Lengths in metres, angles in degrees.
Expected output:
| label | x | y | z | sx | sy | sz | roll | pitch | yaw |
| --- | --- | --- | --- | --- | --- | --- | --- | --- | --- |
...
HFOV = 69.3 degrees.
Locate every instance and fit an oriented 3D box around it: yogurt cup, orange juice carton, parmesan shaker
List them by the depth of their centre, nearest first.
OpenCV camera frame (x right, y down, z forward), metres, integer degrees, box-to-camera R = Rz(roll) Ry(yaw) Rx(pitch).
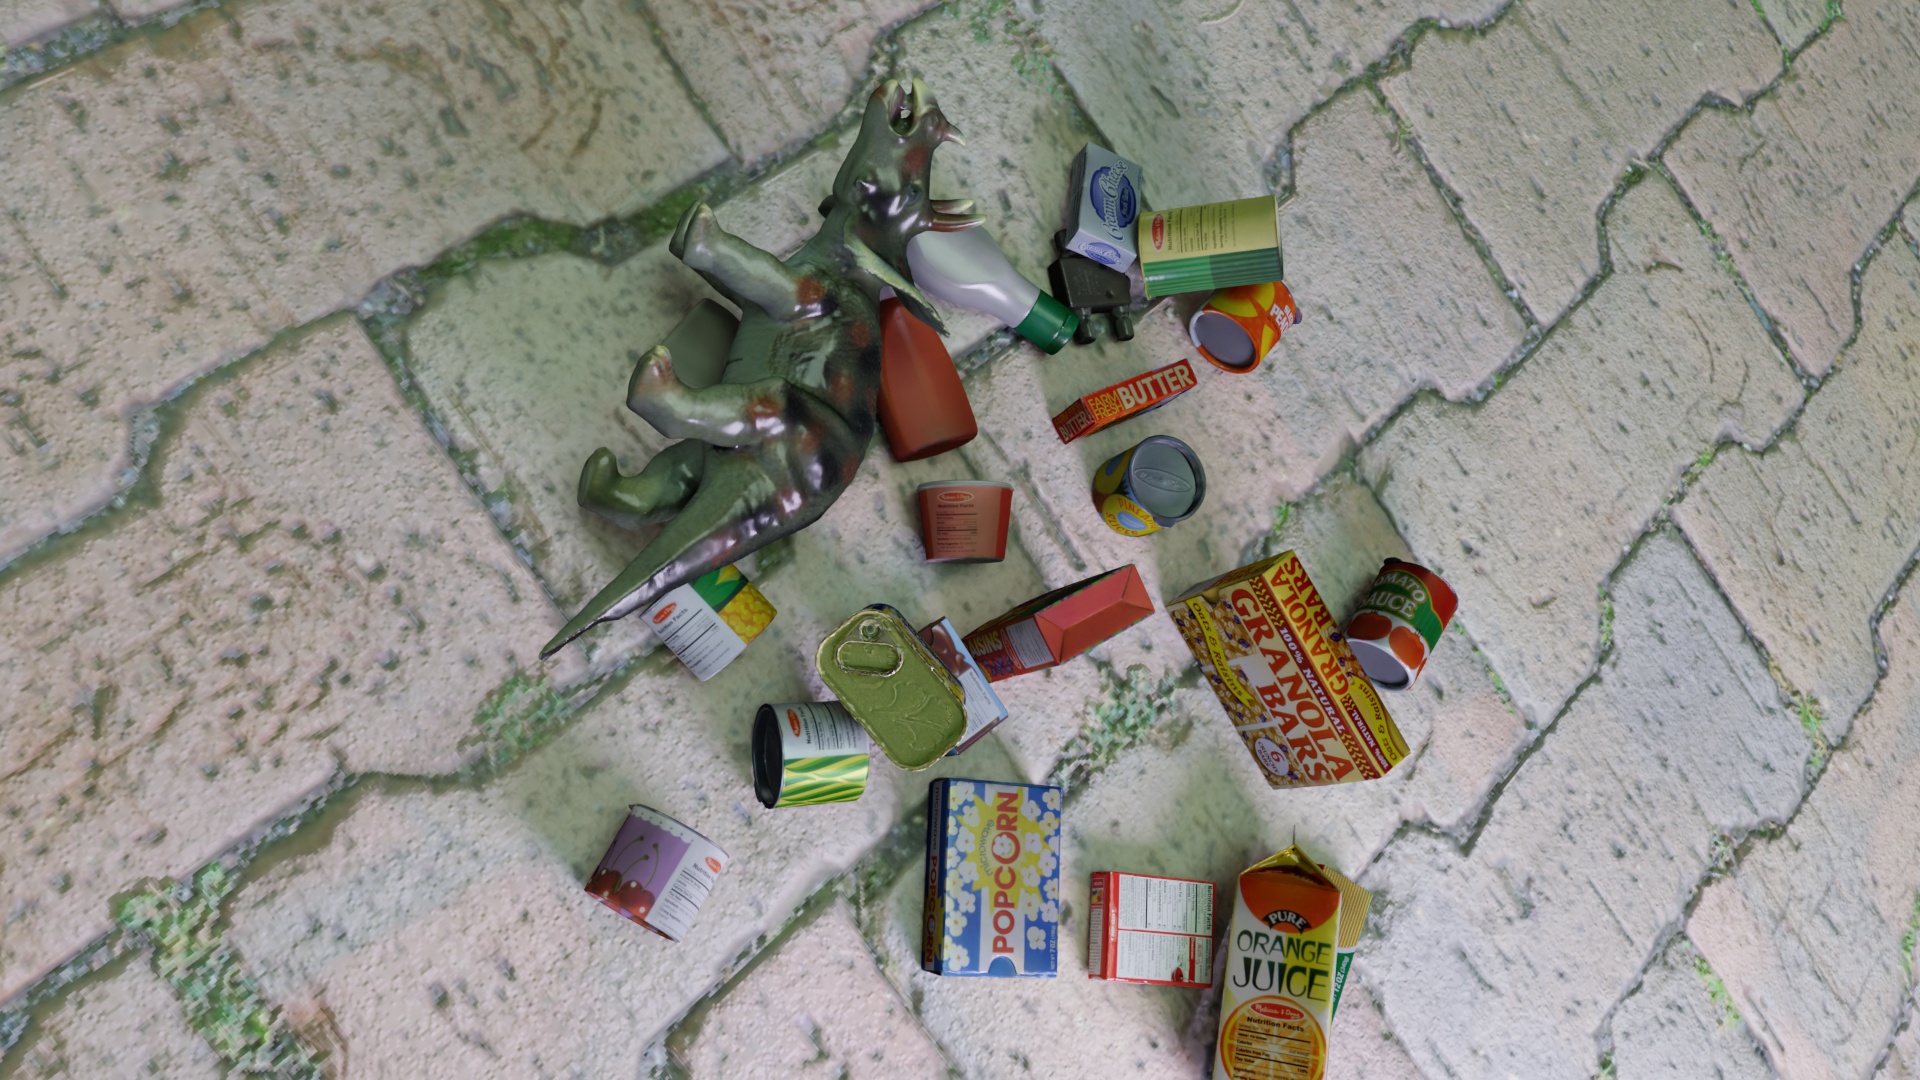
| label | x | y | z | sx | sy | sz | roll | pitch | yaw |
| --- | --- | --- | --- | --- | --- | --- | --- | --- | --- |
| orange juice carton | 0.221 | 0.298 | 0.958 | 0.073 | 0.071 | 0.193 | 5 | 62 | 15 |
| yogurt cup | 0.003 | -0.012 | 0.967 | 0.072 | 0.072 | 0.054 | 2 | 84 | -24 |
| parmesan shaker | 0.193 | -0.223 | 1.067 | 0.103 | 0.071 | 0.071 | -4 | 75 | 17 |

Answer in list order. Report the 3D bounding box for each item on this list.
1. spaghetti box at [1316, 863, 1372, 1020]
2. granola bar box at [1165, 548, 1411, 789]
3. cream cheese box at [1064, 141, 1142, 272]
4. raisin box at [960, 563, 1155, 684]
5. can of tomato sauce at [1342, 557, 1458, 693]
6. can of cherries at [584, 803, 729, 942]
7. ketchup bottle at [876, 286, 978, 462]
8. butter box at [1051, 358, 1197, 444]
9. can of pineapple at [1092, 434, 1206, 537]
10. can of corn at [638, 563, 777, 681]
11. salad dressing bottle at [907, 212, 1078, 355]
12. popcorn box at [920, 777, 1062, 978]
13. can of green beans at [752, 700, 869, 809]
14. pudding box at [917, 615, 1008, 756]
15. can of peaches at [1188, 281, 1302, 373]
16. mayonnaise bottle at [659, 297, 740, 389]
| label | x | y | z | sx | sy | sz | roll | pitch | yaw |
| --- | --- | --- | --- | --- | --- | --- | --- | --- | --- |
| spaghetti box | 0.233 | 0.356 | 0.994 | 0.050 | 0.028 | 0.251 | 32 | 66 | -13 |
| granola bar box | 0.233 | 0.098 | 1.006 | 0.039 | 0.124 | 0.165 | -31 | 91 | -28 |
| cream cheese box | 0.113 | -0.261 | 1.086 | 0.053 | 0.024 | 0.104 | 20 | 54 | -17 |
| raisin box | 0.062 | 0.058 | 0.940 | 0.086 | 0.123 | 0.040 | -26 | 90 | -27 |
| can of tomato sauce | 0.343 | 0.067 | 1.094 | 0.071 | 0.071 | 0.083 | 42 | 65 | -9 |
| can of cherries | -0.183 | 0.198 | 0.831 | 0.071 | 0.071 | 0.058 | 34 | 67 | -13 |
| ketchup bottle | -0.040 | -0.133 | 0.988 | 0.065 | 0.043 | 0.149 | -17 | 84 | -27 |
| butter box | 0.124 | -0.105 | 1.049 | 0.104 | 0.053 | 0.024 | -22 | 85 | -27 |
| can of pineapple | 0.139 | -0.038 | 1.036 | 0.071 | 0.057 | 0.071 | 6 | 75 | -22 |
| can of corn | -0.158 | 0.045 | 0.880 | 0.058 | 0.071 | 0.071 | 48 | 64 | -7 |
| salad dressing bottle | 0.019 | -0.192 | 1.030 | 0.147 | 0.044 | 0.064 | 33 | 66 | -14 |
| popcorn box | 0.021 | 0.225 | 0.928 | 0.085 | 0.038 | 0.127 | 9 | 73 | -23 |
| can of green beans | -0.096 | 0.135 | 0.883 | 0.058 | 0.071 | 0.071 | 0 | 77 | -25 |
| pudding box | -0.011 | 0.100 | 0.950 | 0.050 | 0.030 | 0.083 | -34 | 92 | -26 |
| can of peaches | 0.225 | -0.174 | 1.102 | 0.071 | 0.071 | 0.058 | 46 | 65 | -8 |
| mayonnaise bottle | -0.135 | -0.093 | 0.938 | 0.148 | 0.041 | 0.065 | 41 | 65 | -11 |
